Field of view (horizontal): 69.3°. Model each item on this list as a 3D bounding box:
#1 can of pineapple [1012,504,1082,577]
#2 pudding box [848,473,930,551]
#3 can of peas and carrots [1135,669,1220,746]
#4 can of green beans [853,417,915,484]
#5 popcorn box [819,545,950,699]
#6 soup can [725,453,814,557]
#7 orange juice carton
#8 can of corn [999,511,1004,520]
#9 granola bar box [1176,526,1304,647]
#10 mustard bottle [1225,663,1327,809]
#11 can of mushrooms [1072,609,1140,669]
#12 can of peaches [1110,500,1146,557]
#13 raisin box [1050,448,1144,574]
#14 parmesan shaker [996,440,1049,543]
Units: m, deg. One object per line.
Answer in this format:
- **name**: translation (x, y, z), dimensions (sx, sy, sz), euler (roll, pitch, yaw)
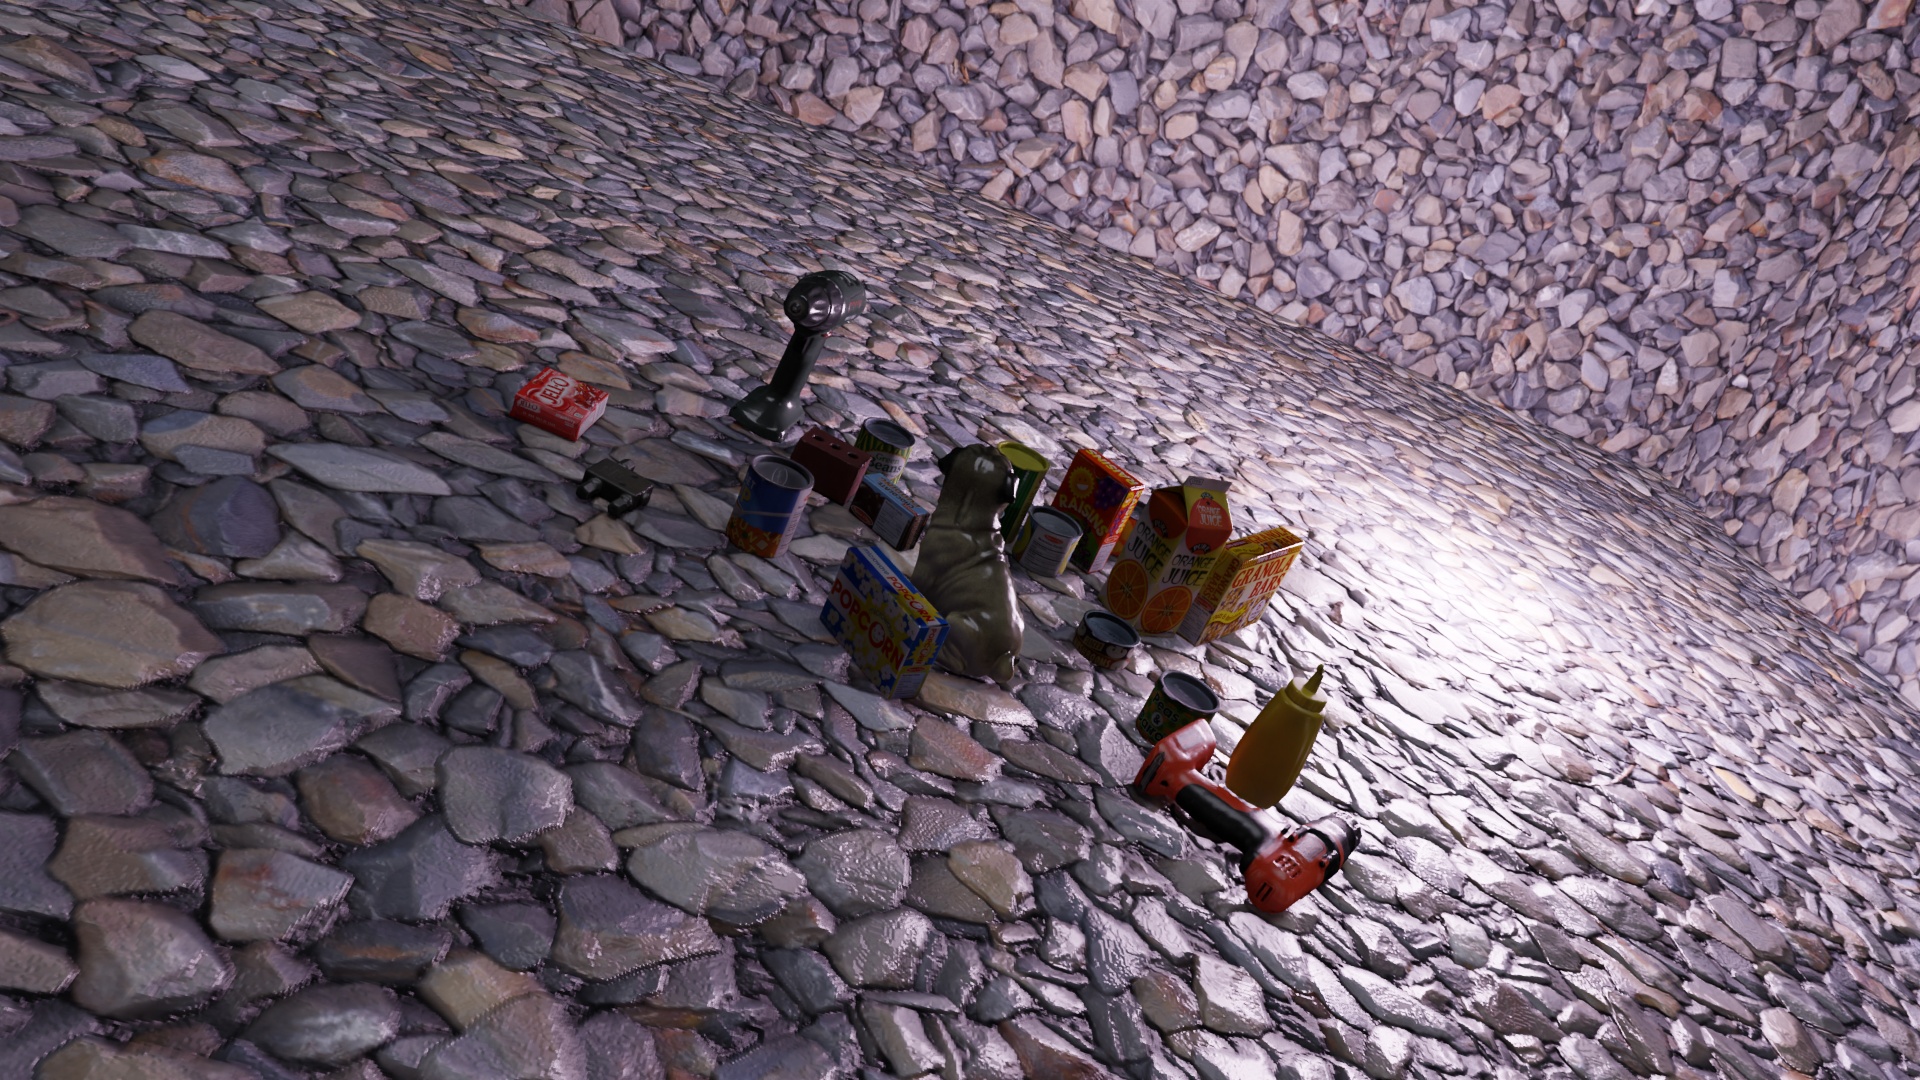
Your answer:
- **can of pineapple**: translation (0.100, 0.000, 1.608), dimensions (0.071, 0.057, 0.071), euler (20, 25, -10)
- **pudding box**: translation (-0.078, -0.032, 1.520), dimensions (0.084, 0.049, 0.030), euler (38, 28, 26)
- **can of peas and carrots**: translation (0.214, 0.172, 1.378), dimensions (0.071, 0.058, 0.071), euler (20, 25, -10)
- **can of green beans**: translation (-0.094, -0.104, 1.636), dimensions (0.071, 0.057, 0.071), euler (20, 25, -10)
- **popcorn box**: translation (-0.072, 0.074, 1.279), dimensions (0.038, 0.085, 0.127), euler (0, 35, -43)
- **soup can**: translation (-0.193, -0.036, 1.385), dimensions (0.071, 0.083, 0.072), euler (20, 25, -10)
- **orange juice carton**: translation (0.237, 0.011, 1.552), dimensions (0.072, 0.191, 0.073), euler (6, 31, -35)
- **can of corn**: translation (0.006, -0.020, 1.561), dimensions (0.071, 0.058, 0.071), euler (20, 25, -10)
- **granola bar box**: translation (0.327, 0.052, 1.634), dimensions (0.039, 0.123, 0.166), euler (38, 28, 27)
- **mustard bottle**: translation (0.312, 0.181, 1.327), dimensions (0.065, 0.159, 0.049), euler (31, 25, 12)
- **can of mushrooms**: translation (0.154, 0.106, 1.480), dimensions (0.071, 0.033, 0.071), euler (20, 25, -10)
- **can of peaches**: translation (0.211, -0.013, 1.734), dimensions (0.071, 0.057, 0.071), euler (20, 25, -10)
- **raisin box**: translation (0.153, -0.036, 1.648), dimensions (0.086, 0.122, 0.040), euler (40, 28, 28)
- **parmesan shaker**: translation (0.053, -0.055, 1.620), dimensions (0.071, 0.102, 0.071), euler (20, 25, -10)
